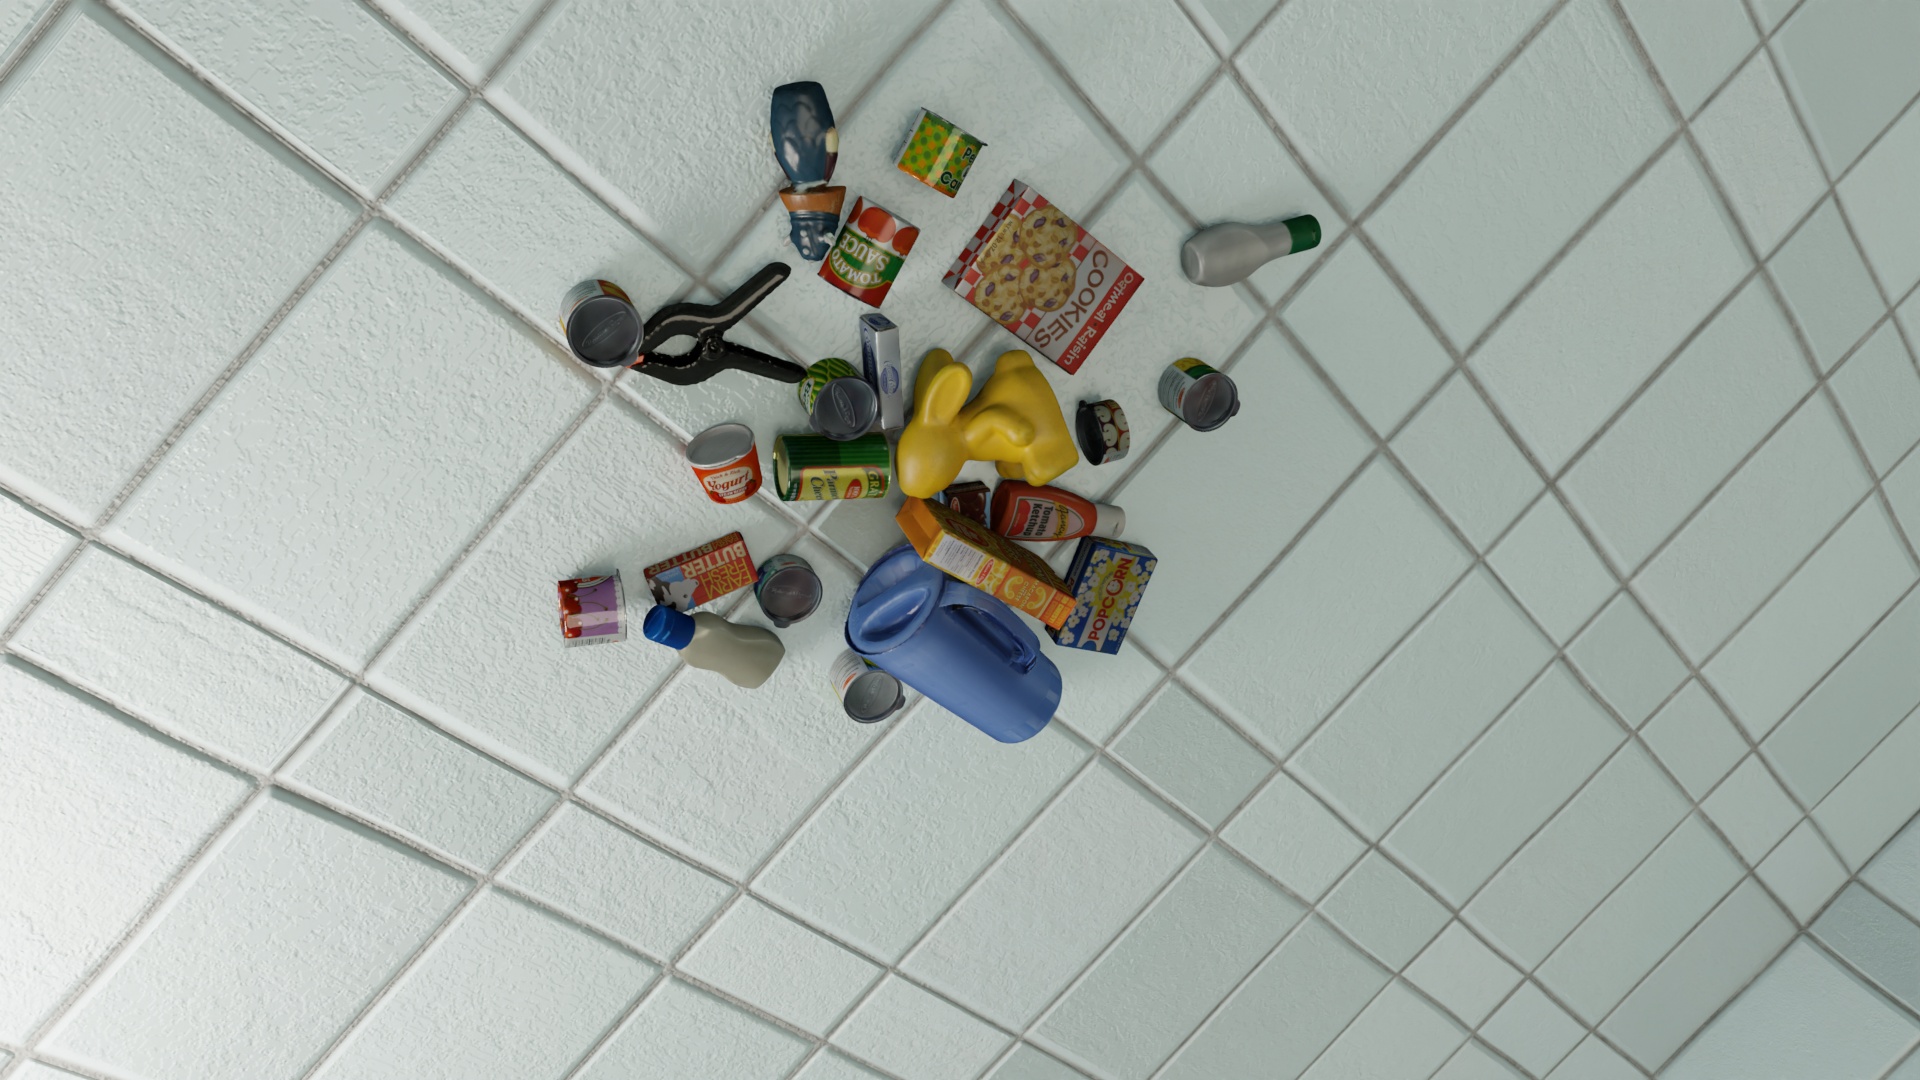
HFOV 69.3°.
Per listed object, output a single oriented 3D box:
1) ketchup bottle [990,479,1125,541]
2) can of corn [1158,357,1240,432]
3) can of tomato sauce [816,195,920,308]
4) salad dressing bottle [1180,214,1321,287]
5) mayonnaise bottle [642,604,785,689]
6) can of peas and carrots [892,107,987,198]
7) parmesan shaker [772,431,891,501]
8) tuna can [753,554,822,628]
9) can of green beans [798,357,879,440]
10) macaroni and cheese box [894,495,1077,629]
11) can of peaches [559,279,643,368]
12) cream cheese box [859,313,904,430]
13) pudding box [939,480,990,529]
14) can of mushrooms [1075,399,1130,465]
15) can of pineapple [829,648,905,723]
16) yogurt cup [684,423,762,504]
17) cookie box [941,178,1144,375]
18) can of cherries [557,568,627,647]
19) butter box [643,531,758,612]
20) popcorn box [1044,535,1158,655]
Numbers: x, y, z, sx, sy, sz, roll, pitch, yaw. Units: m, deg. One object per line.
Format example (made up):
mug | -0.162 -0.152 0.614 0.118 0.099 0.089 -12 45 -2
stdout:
ketchup bottle | 0.106 -0.027 1.497 0.149 0.044 0.064 6 118 -26
can of corn | 0.256 -0.156 1.488 0.071 0.058 0.070 -9 117 -19
can of tomato sauce | -0.085 -0.266 1.284 0.071 0.071 0.083 23 103 -30
salad dressing bottle | 0.304 -0.305 1.445 0.148 0.044 0.064 -17 118 -16
mayonnaise bottle | -0.249 0.103 1.395 0.148 0.041 0.064 27 106 -43
can of peas and carrots | -0.019 -0.353 1.270 0.071 0.071 0.058 22 105 -30
parmesan shaker | -0.127 -0.071 1.365 0.103 0.071 0.071 -4 116 -21
tuna can | -0.178 0.052 1.421 0.071 0.033 0.070 -9 118 -18
can of green beans | -0.118 -0.137 1.340 0.071 0.058 0.071 -10 118 -19
macaroni and cheese box | 0.025 0.017 1.395 0.166 0.124 0.040 27 101 -24
can of peaches | -0.317 -0.191 1.230 0.071 0.058 0.071 -10 118 -19
cream cheese box | -0.076 -0.164 1.347 0.024 0.053 0.103 -13 119 -19
pudding box | 0.005 -0.018 1.466 0.050 0.030 0.083 -9 117 -17
can of mushrooms | 0.149 -0.116 1.459 0.033 0.071 0.070 -14 119 -16
can of pineapple | -0.100 0.155 1.489 0.071 0.058 0.070 -10 118 -18
yogurt cup | -0.223 -0.071 1.325 0.072 0.072 0.053 -23 129 -11
cookie box | 0.084 -0.258 1.377 0.167 0.040 0.122 31 100 -32
can of cherries | -0.355 0.065 1.336 0.058 0.072 0.071 -6 117 -19
butter box | -0.258 0.035 1.385 0.104 0.024 0.053 -23 122 -11
popcorn box | 0.158 0.061 1.565 0.085 0.038 0.126 12 109 -28
